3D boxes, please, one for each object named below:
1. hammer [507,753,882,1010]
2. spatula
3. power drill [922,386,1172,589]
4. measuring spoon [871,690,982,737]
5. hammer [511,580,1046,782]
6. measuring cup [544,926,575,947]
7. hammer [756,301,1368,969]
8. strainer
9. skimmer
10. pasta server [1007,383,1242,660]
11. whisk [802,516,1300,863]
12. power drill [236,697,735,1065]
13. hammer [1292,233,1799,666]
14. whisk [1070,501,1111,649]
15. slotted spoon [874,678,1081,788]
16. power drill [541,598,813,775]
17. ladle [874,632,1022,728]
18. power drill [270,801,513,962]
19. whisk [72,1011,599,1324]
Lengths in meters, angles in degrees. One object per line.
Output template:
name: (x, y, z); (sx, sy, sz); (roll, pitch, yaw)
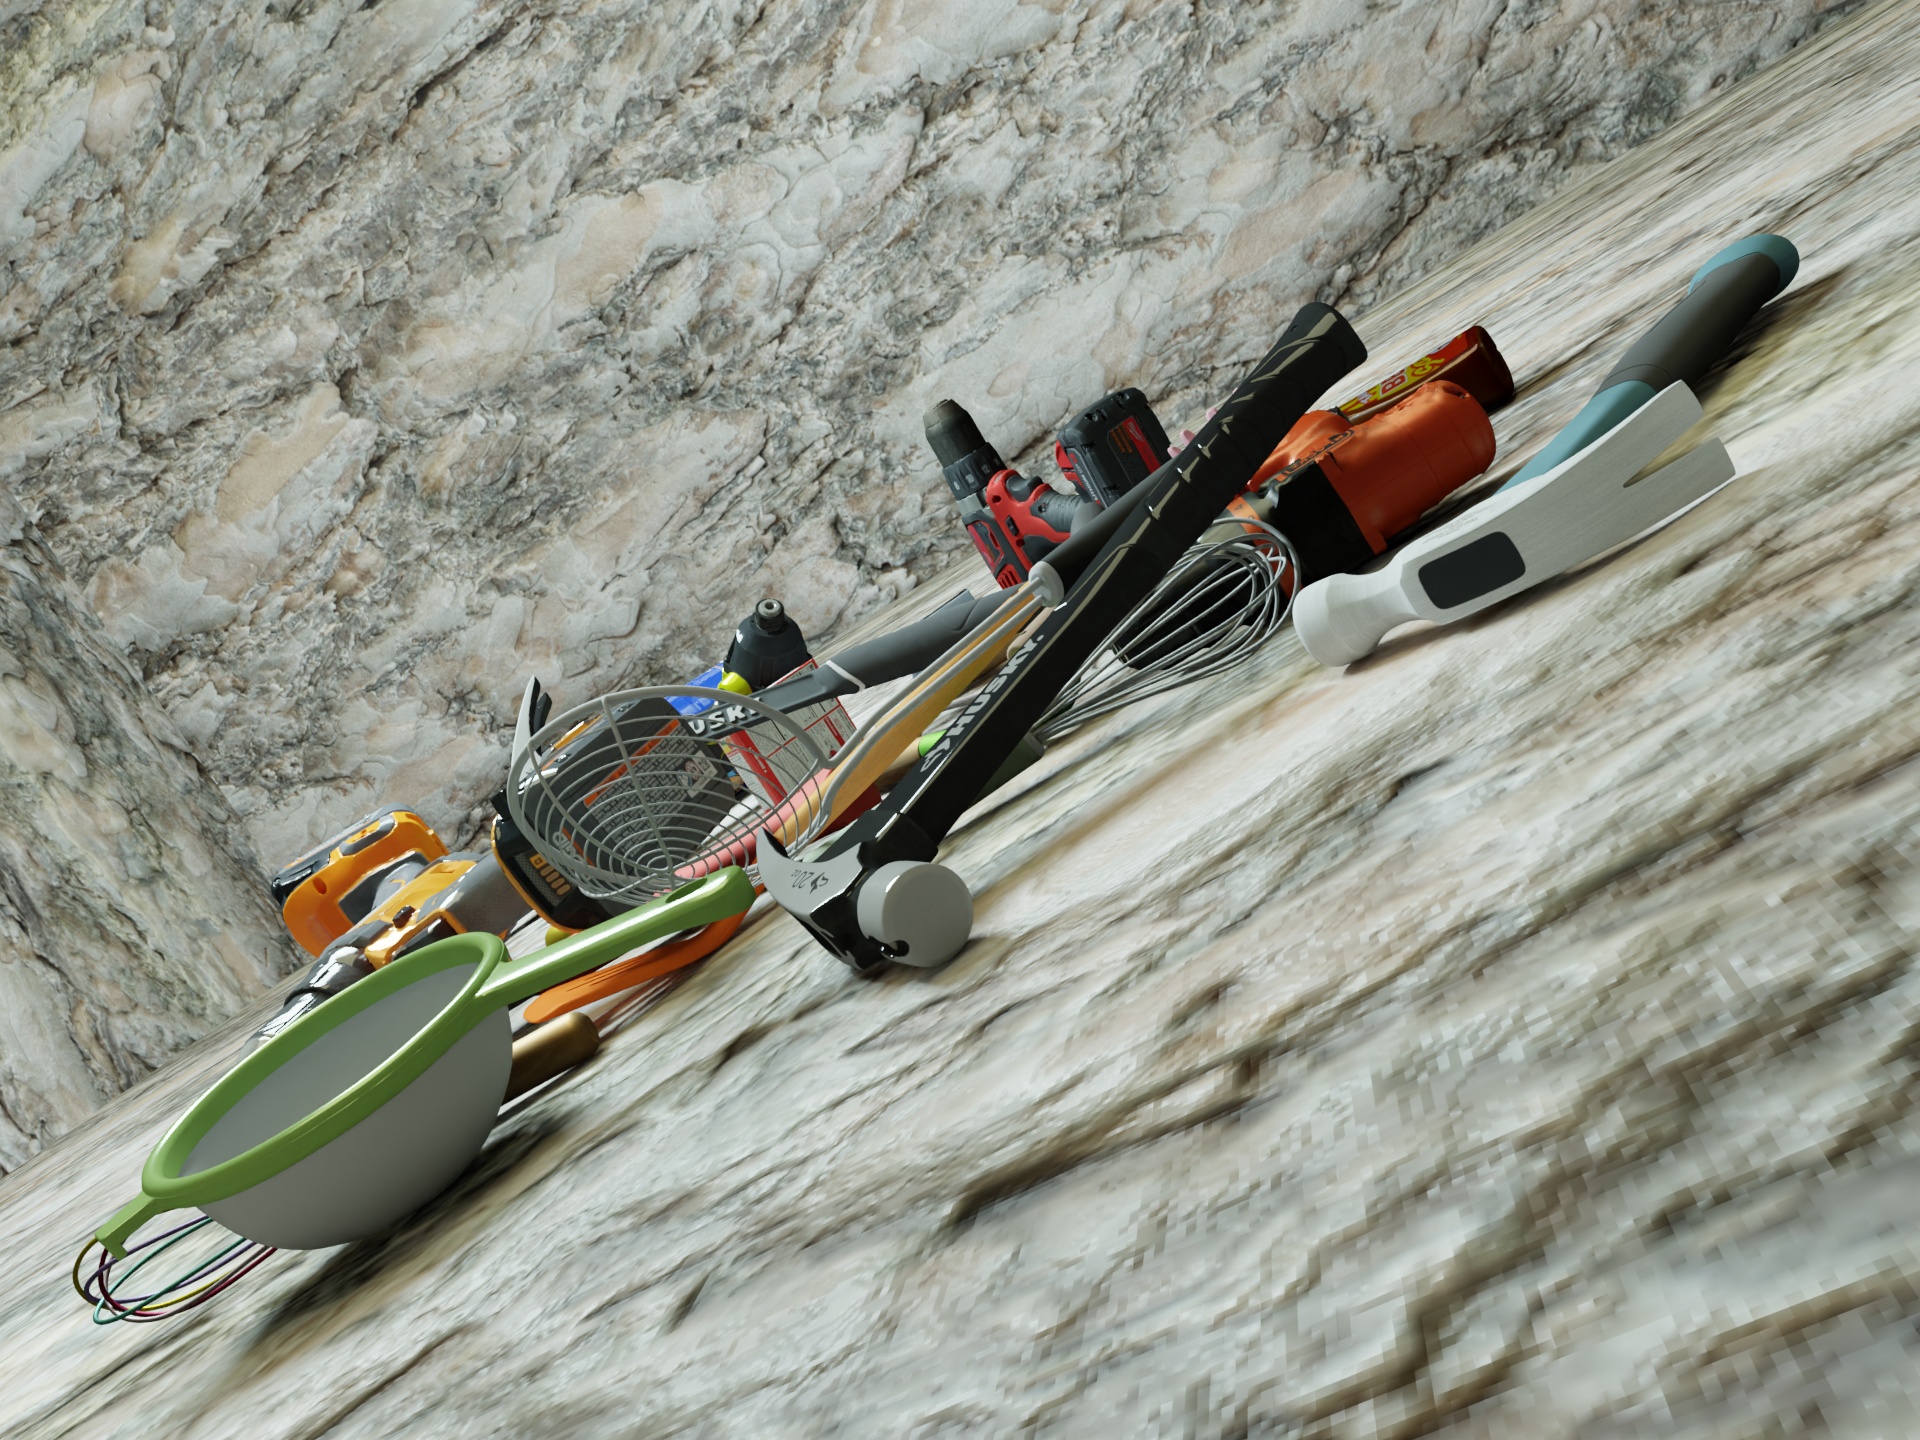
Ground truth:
hammer: (-0.199, 0.122, 0.853); (0.359, 0.036, 0.149); (-32, 7, 8)
spatula: (-0.073, 0.036, 0.758); (0.322, 0.041, 0.081); (-46, 9, -15)
power drill: (0.068, -0.201, 1.308); (0.080, 0.188, 0.227); (-37, 13, -31)
measuring spoon: (-0.002, -0.003, 0.956); (0.124, 0.018, 0.034); (-20, -4, 33)
hammer: (-0.094, -0.025, 1.017); (0.409, 0.149, 0.036); (-21, -34, -3)
measuring cup: (-0.266, 0.150, 0.962); (0.156, 0.029, 0.062); (-30, 7, 1)
hammer: (0.049, -0.044, 0.599); (0.335, 0.035, 0.146); (-49, 19, -21)
strainer: (-0.178, 0.130, 0.598); (0.256, 0.069, 0.151); (-25, 16, 12)
skimmer: (-0.025, -0.041, 0.700); (0.363, 0.090, 0.127); (-39, -32, -27)
pasta server: (0.098, -0.108, 0.858); (0.060, 0.040, 0.316); (-36, 6, 42)
whisk: (0.033, 0.000, 0.656); (0.246, 0.059, 0.057); (-35, -25, 9)
power drill: (-0.234, 0.094, 0.766); (0.226, 0.084, 0.185); (-32, 10, 27)
hammer: (0.249, -0.120, 0.591); (0.128, 0.033, 0.331); (-25, 10, 48)
whisk: (0.077, -0.091, 0.937); (0.055, 0.055, 0.239); (-30, 18, 15)
slotted spoon: (-0.025, 0.019, 0.847); (0.070, 0.031, 0.314); (-36, 6, -30)
power drill: (-0.197, 0.019, 1.134); (0.223, 0.080, 0.171); (-40, -26, -34)
ladle: (0.068, -0.090, 1.073); (0.320, 0.062, 0.078); (-34, -11, 9)
power drill: (-0.418, 0.159, 1.121); (0.164, 0.084, 0.227); (-34, 33, -14)
whisk: (-0.264, 0.187, 0.669); (0.245, 0.047, 0.051); (-29, 6, 1)
